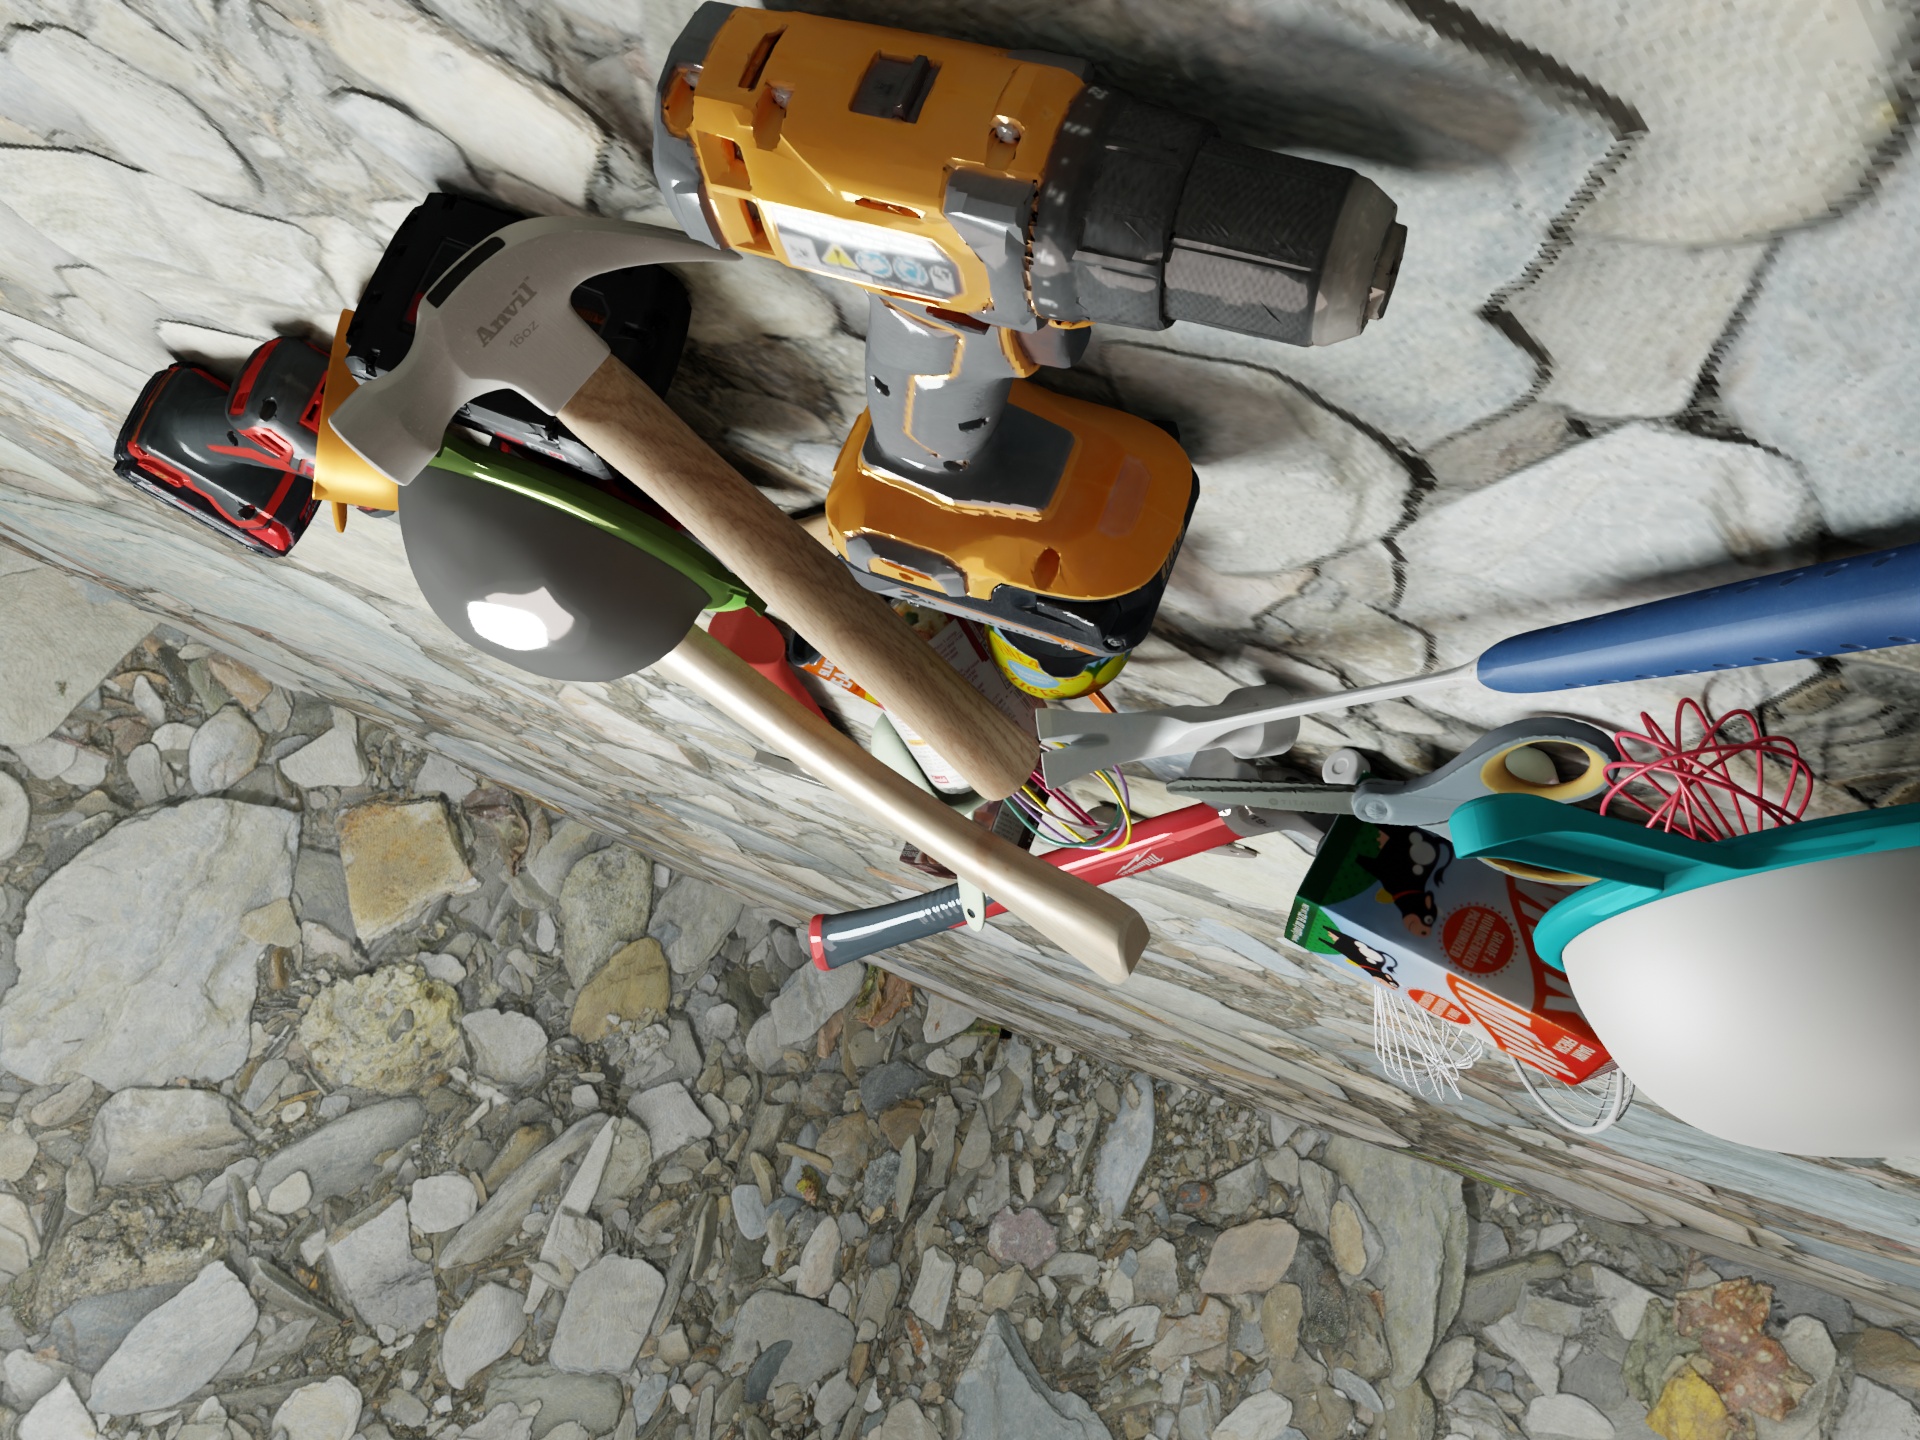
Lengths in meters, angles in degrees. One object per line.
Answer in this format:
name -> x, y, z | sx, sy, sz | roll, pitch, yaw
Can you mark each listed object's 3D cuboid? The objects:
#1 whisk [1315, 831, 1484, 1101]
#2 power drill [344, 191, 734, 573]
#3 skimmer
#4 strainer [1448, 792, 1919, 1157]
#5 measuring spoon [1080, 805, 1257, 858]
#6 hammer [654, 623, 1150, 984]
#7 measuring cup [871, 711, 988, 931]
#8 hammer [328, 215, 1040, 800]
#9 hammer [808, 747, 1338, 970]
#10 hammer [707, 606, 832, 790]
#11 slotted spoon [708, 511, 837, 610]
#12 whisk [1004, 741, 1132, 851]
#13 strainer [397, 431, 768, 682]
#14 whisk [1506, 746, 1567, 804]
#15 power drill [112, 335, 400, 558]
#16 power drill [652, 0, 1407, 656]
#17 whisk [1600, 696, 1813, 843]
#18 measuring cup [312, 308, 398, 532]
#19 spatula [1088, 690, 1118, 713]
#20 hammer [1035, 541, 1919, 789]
whisk -> 0.254, 0.144, 0.933 | 0.070, 0.070, 0.284 | 11, 150, 37
power drill -> -0.155, -0.121, 0.677 | 0.143, 0.078, 0.219 | 21, 169, 6
skimmer -> 0.286, 0.129, 0.904 | 0.362, 0.090, 0.127 | 36, -165, -37
strainer -> 0.268, 0.090, 0.512 | 0.340, 0.095, 0.211 | 13, 153, -39
measuring spoon -> 0.144, 0.076, 1.095 | 0.124, 0.018, 0.034 | 10, 163, 19
hammer -> -0.080, 0.018, 0.862 | 0.410, 0.038, 0.146 | 35, 145, 2
measuring cup -> -0.011, 0.060, 0.910 | 0.083, 0.038, 0.167 | 21, 130, 41
hammer -> -0.064, -0.060, 0.607 | 0.331, 0.130, 0.031 | 42, -179, -43
hammer -> 0.055, 0.104, 0.981 | 0.386, 0.038, 0.143 | -23, 140, 39
hammer -> -0.123, -0.006, 1.142 | 0.149, 0.037, 0.358 | 19, 166, 14
slotted spoon -> -0.072, -0.088, 0.767 | 0.070, 0.031, 0.314 | 41, 157, -28
whisk -> -0.002, -0.001, 0.831 | 0.245, 0.051, 0.047 | 35, 170, 36
strainer -> -0.199, -0.058, 0.701 | 0.151, 0.069, 0.256 | 25, 169, -27
whisk -> 0.296, 0.075, 0.782 | 0.059, 0.058, 0.246 | 50, -178, 39
power drill -> -0.362, -0.142, 0.919 | 0.227, 0.080, 0.187 | 5, 159, 42
power drill -> 0.027, -0.100, 0.465 | 0.185, 0.084, 0.226 | 17, 161, 15
whisk -> 0.322, 0.057, 0.651 | 0.073, 0.073, 0.295 | 11, 168, 38
measuring cup -> -0.278, -0.127, 0.770 | 0.052, 0.095, 0.173 | 8, 159, -17
spatula -> 0.008, -0.019, 0.876 | 0.081, 0.041, 0.323 | 47, 161, -16
hammer -> 0.177, -0.015, 0.554 | 0.144, 0.035, 0.405 | -7, 177, -29
